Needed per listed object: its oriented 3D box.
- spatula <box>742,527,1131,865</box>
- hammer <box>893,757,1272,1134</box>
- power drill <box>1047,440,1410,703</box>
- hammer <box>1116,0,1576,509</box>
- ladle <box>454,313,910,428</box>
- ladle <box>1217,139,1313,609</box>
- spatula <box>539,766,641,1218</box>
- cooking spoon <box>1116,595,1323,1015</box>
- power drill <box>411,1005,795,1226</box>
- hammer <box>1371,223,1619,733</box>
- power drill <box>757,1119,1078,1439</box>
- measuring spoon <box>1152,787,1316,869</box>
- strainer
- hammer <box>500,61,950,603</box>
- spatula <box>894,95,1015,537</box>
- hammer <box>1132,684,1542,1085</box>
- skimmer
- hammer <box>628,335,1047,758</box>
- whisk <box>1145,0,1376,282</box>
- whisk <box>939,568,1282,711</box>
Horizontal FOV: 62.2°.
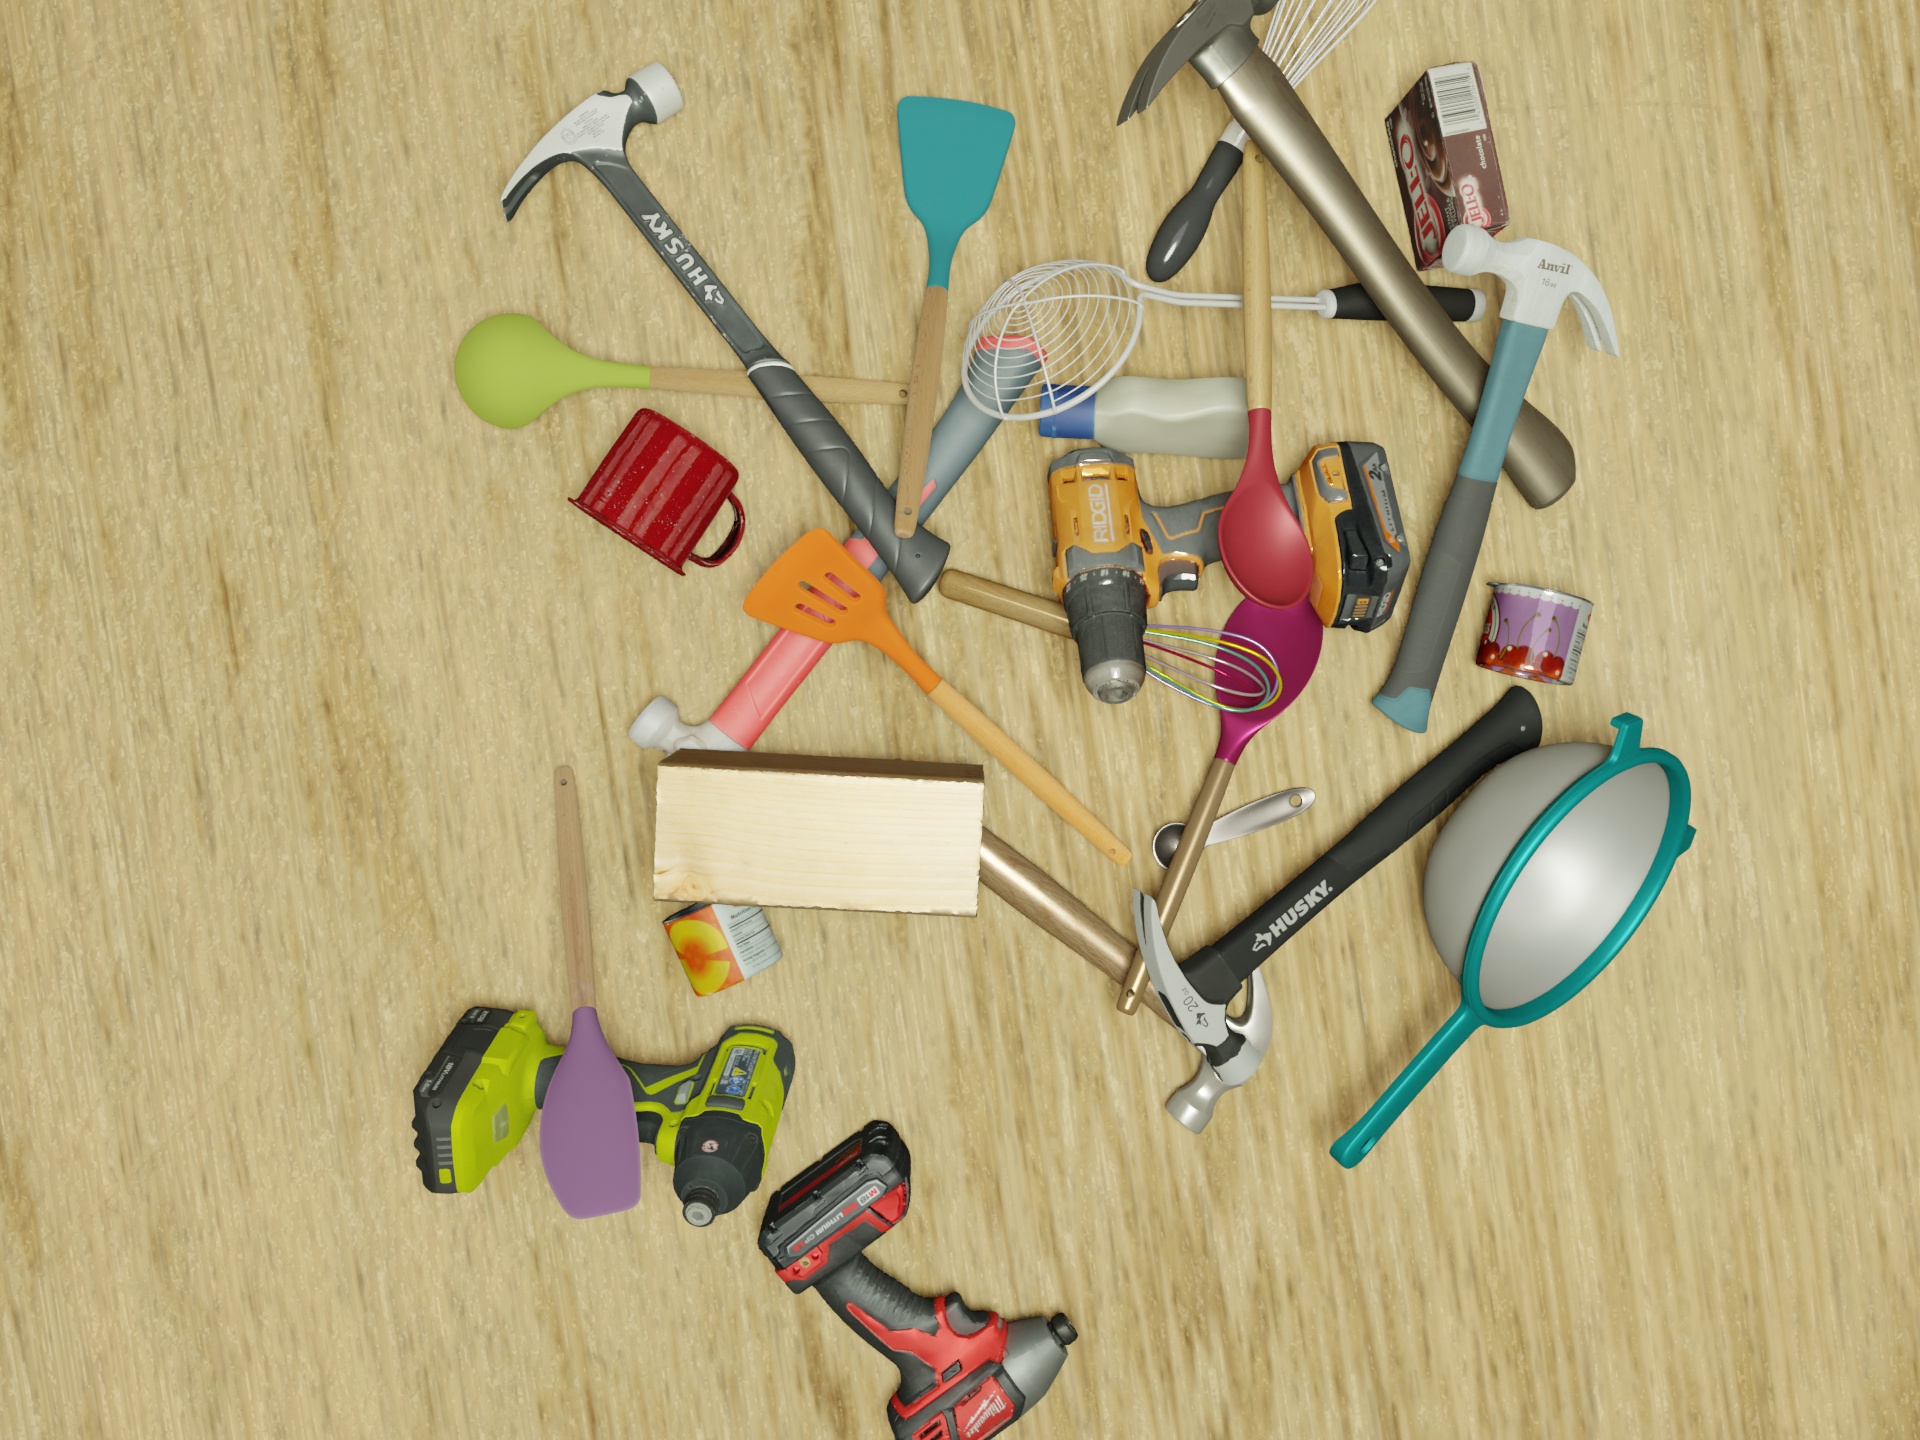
[{"bbox_3d":[-0.002,-0.003,1.076,0.322,0.041,0.081,42,112,-12],"label":"spatula"},{"bbox_3d":[0.077,0.137,1.109,0.331,0.031,0.130,38,91,-1],"label":"hammer"},{"bbox_3d":[0.173,-0.099,1.049,0.226,0.084,0.186,-3,59,0],"label":"power drill"},{"bbox_3d":[0.269,-0.286,1.030,0.410,0.038,0.146,45,70,-19],"label":"hammer"},{"bbox_3d":[-0.187,-0.234,1.101,0.320,0.062,0.078,2,96,-7],"label":"ladle"},{"bbox_3d":[0.188,-0.221,1.007,0.069,0.031,0.315,5,79,-25],"label":"ladle"},{"bbox_3d":[-0.248,0.165,1.031,0.059,0.018,0.316,-8,57,-7],"label":"spatula"},{"bbox_3d":[0.172,0.052,1.094,0.069,0.017,0.319,21,82,14],"label":"cooking spoon"},{"bbox_3d":[-0.233,0.259,1.044,0.223,0.171,0.080,4,113,4],"label":"power drill"},{"bbox_3d":[0.337,-0.148,1.053,0.128,0.033,0.331,7,110,-15],"label":"hammer"},{"bbox_3d":[-0.027,0.395,1.095,0.143,0.078,0.219,-36,94,1],"label":"power drill"},{"bbox_3d":[0.192,0.073,1.119,0.124,0.018,0.034,-20,90,-7],"label":"measuring spoon"},{"bbox_3d":[0.337,0.141,1.057,0.340,0.210,0.095,-50,47,1],"label":"strainer"},{"bbox_3d":[-0.144,-0.247,1.065,0.149,0.036,0.409,-37,86,-13],"label":"hammer"},{"bbox_3d":[-0.020,-0.272,1.068,0.082,0.044,0.318,7,71,-4],"label":"spatula"},{"bbox_3d":[0.265,0.088,1.080,0.335,0.035,0.146,-38,105,-9],"label":"hammer"},{"bbox_3d":[0.182,-0.258,1.072,0.363,0.090,0.127,-4,49,-18],"label":"skimmer"},{"bbox_3d":[-0.056,-0.098,1.100,0.143,0.038,0.386,38,91,-2],"label":"hammer"},{"bbox_3d":[0.207,-0.426,1.089,0.070,0.070,0.284,31,96,-1],"label":"whisk"},{"bbox_3d":[0.100,-0.055,1.091,0.245,0.047,0.051,19,69,9],"label":"whisk"}]
